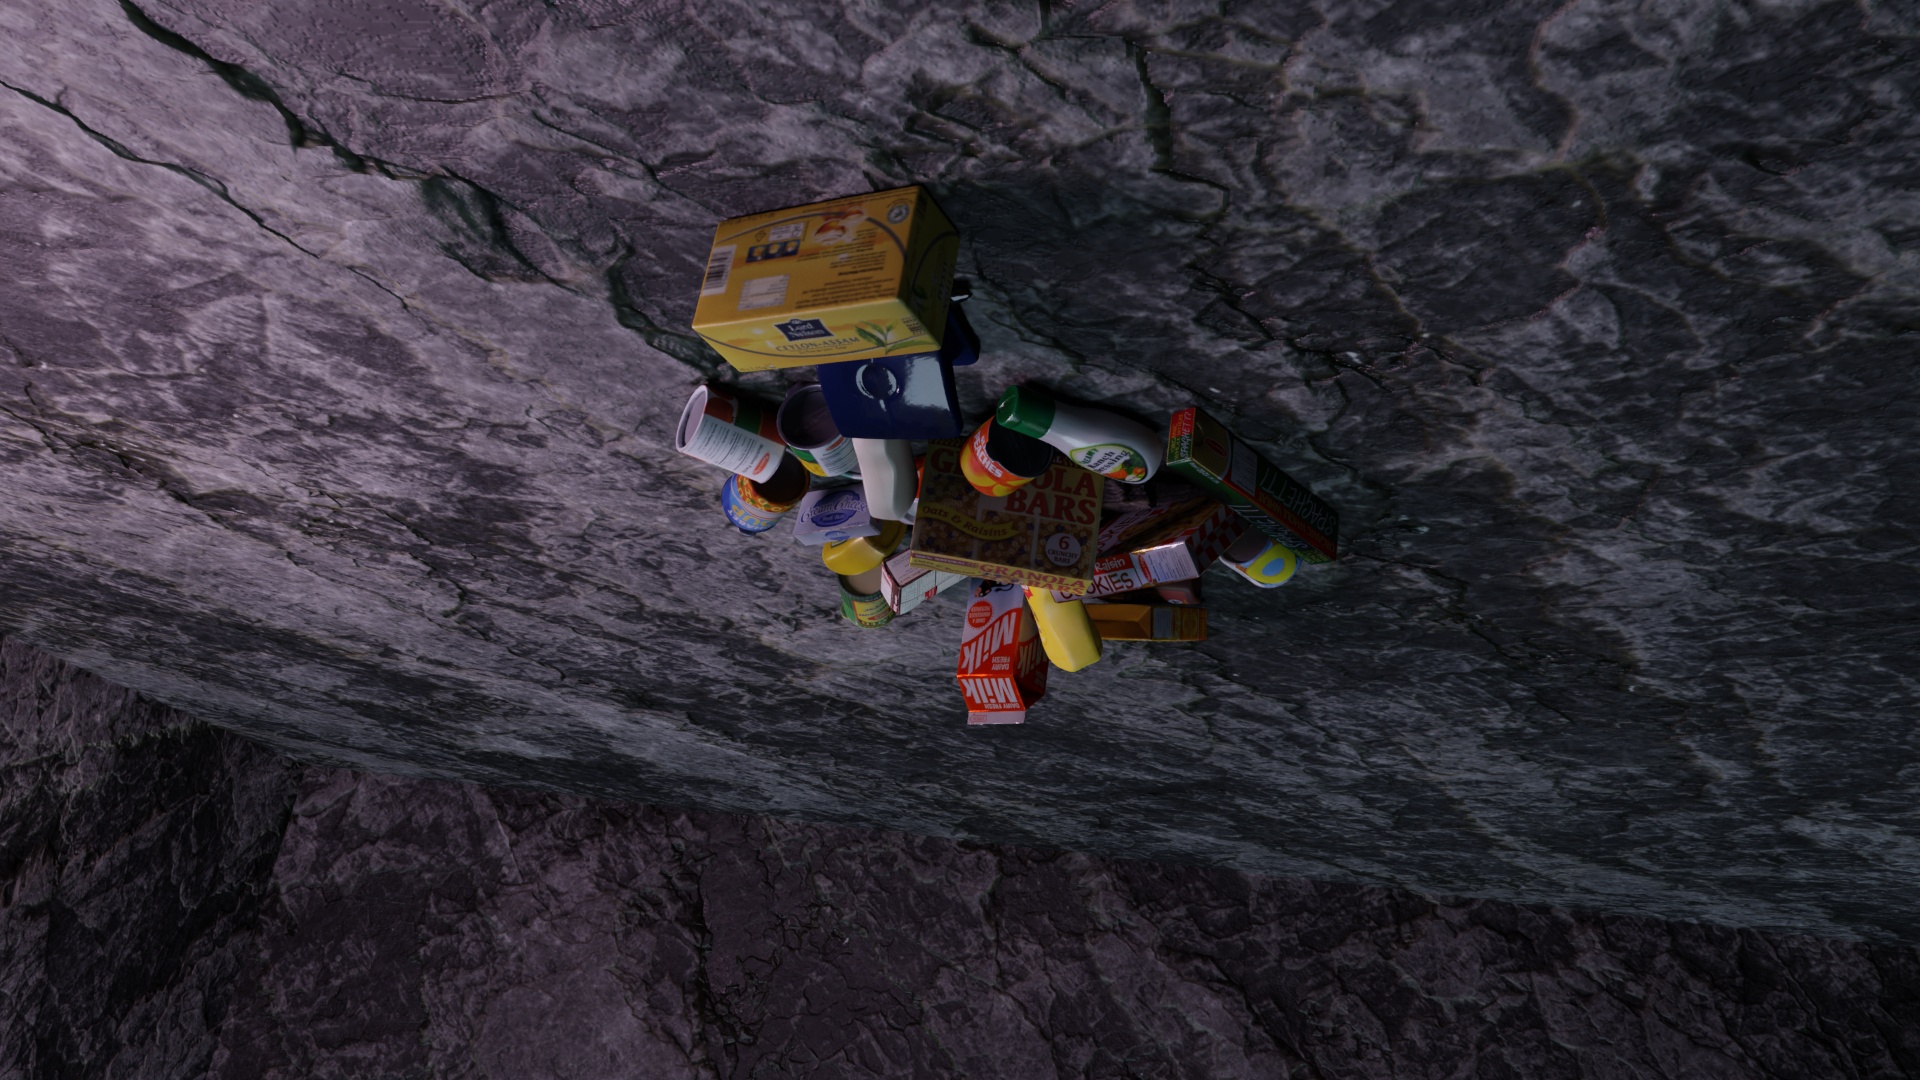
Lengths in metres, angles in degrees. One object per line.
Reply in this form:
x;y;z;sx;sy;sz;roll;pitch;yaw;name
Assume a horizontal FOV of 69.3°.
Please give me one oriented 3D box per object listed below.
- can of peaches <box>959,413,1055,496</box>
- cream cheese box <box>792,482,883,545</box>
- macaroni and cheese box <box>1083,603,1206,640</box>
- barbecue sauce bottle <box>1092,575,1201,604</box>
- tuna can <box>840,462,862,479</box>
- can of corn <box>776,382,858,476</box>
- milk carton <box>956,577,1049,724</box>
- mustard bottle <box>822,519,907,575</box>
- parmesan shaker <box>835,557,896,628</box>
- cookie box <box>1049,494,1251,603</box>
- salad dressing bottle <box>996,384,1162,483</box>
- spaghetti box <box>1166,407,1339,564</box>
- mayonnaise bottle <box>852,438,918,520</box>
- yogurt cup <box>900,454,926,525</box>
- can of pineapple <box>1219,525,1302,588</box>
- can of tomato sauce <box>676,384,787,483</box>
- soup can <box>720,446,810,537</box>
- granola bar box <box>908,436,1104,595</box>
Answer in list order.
0.038;-0.077;1.217;0.071;0.071;0.058;18;157;-22;can of peaches
-0.121;-0.028;1.414;0.103;0.053;0.024;-8;147;35;cream cheese box
0.186;0.091;1.536;0.123;0.040;0.166;0;176;30;macaroni and cheese box
0.182;0.045;1.498;0.148;0.044;0.064;0;164;20;barbecue sauce bottle
-0.097;-0.085;1.293;0.071;0.033;0.071;7;158;3;tuna can
-0.122;-0.099;1.228;0.071;0.071;0.058;2;157;15;can of corn
0.050;0.106;1.498;0.072;0.191;0.073;-7;153;32;milk carton
-0.113;0.006;1.482;0.049;0.065;0.159;40;151;-14;mustard bottle
-0.109;0.055;1.593;0.071;0.071;0.102;7;158;4;parmesan shaker
0.176;0.006;1.310;0.167;0.123;0.040;-13;106;42;cookie box
0.102;-0.092;1.189;0.148;0.044;0.064;19;151;-24;salad dressing bottle
0.267;-0.043;1.243;0.028;0.050;0.250;-10;152;42;spaghetti box
-0.070;-0.088;1.212;0.041;0.065;0.147;6;139;17;mayonnaise bottle
-0.024;-0.047;1.331;0.072;0.054;0.072;7;158;3;yogurt cup
0.288;0.004;1.332;0.071;0.071;0.058;-12;150;41;can of pineapple
-0.207;-0.098;1.262;0.083;0.071;0.071;21;155;-28;can of tomato sauce
-0.192;-0.049;1.365;0.071;0.071;0.083;17;156;-21;soup can
0.043;-0.025;1.268;0.166;0.125;0.039;10;155;-2;granola bar box
